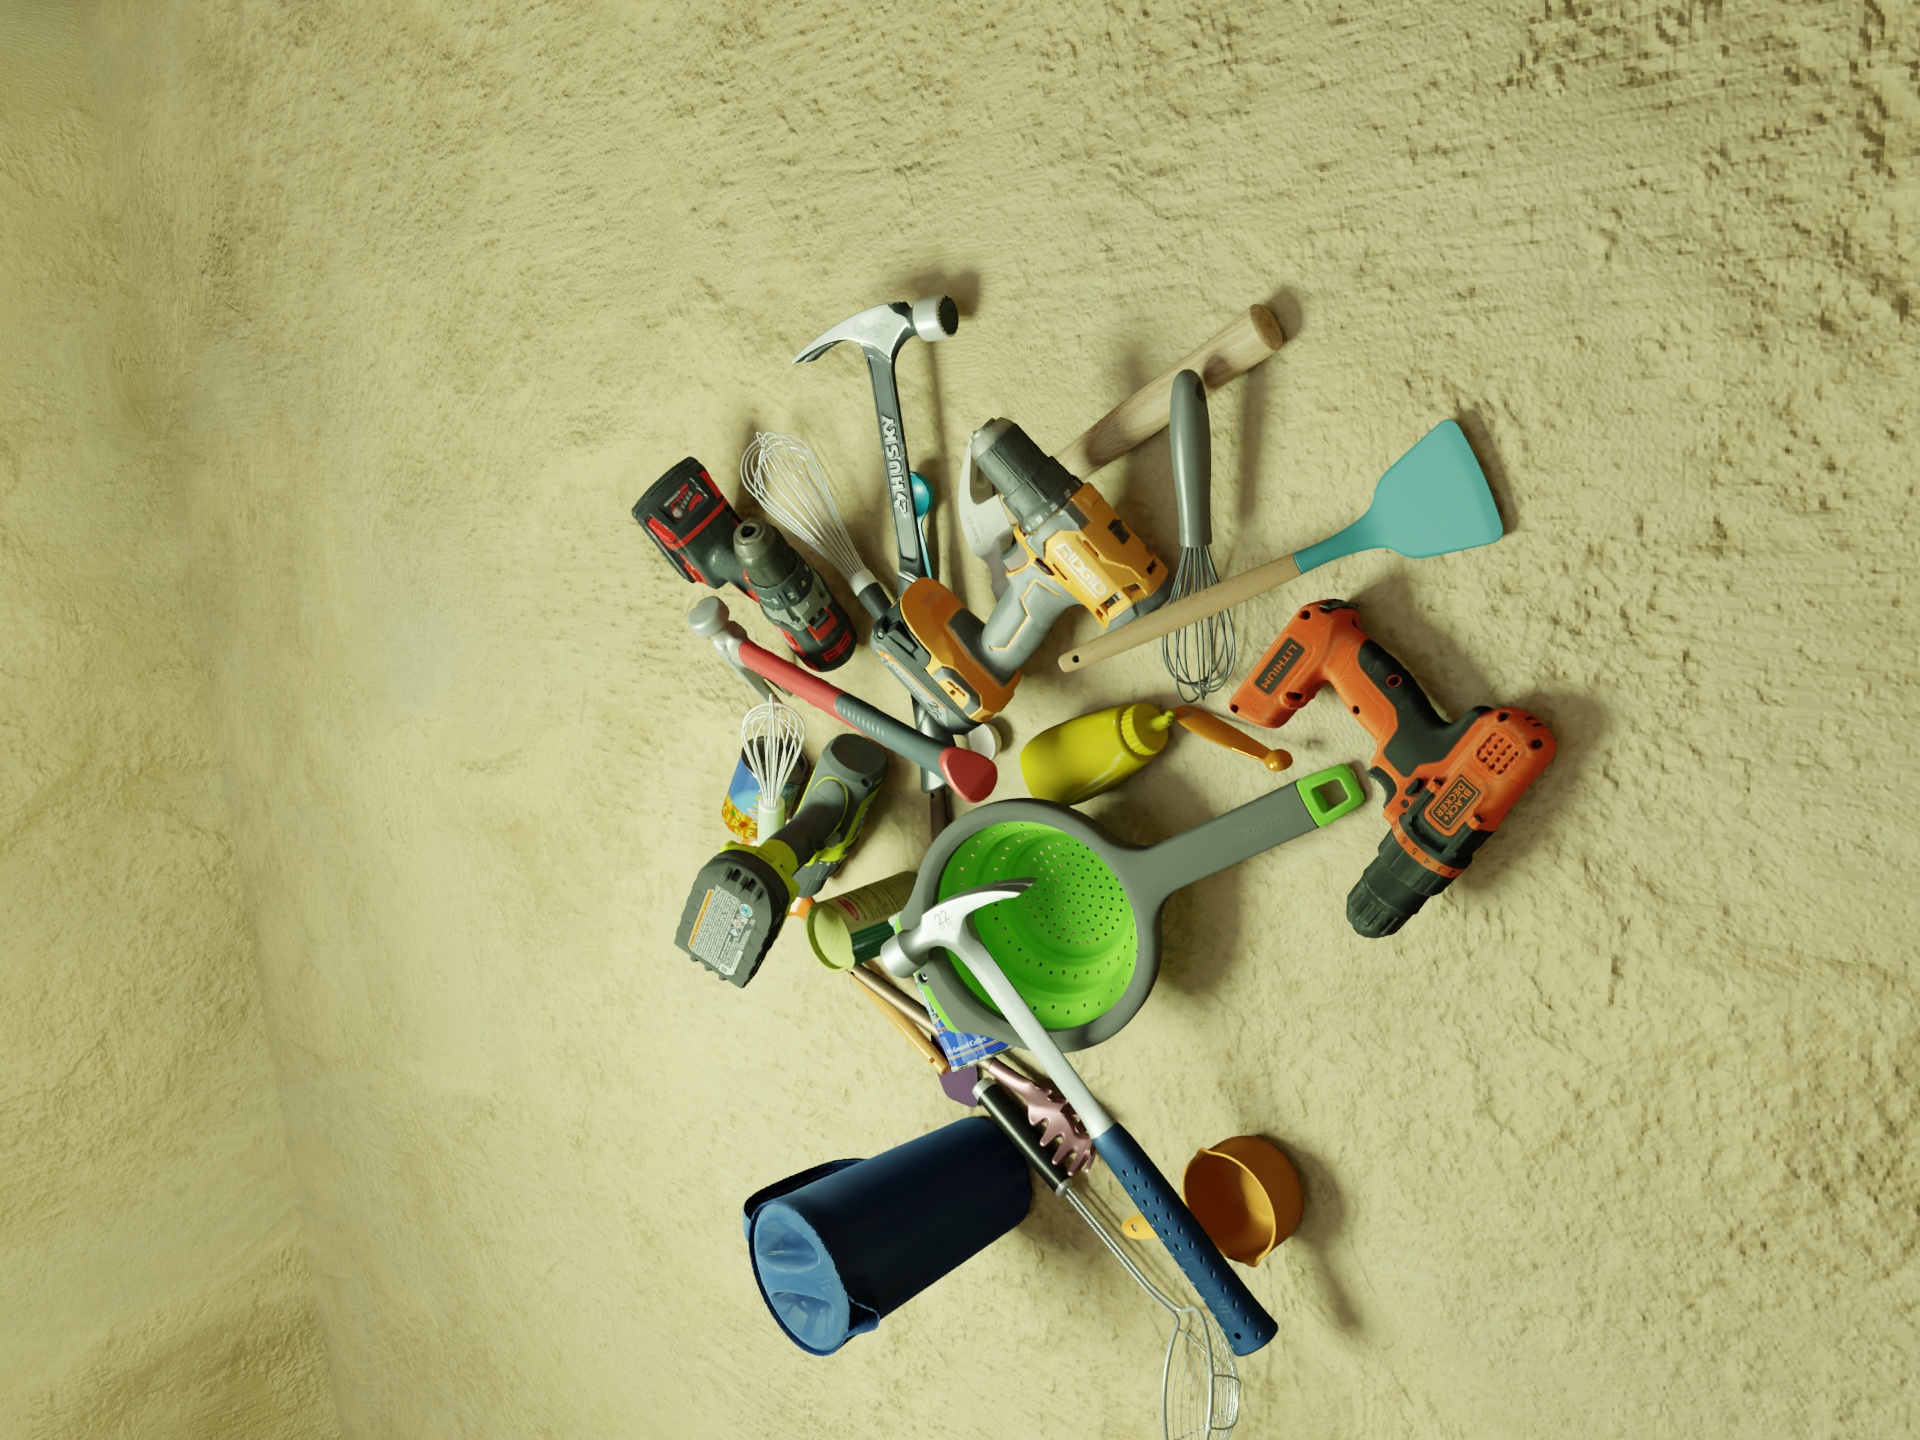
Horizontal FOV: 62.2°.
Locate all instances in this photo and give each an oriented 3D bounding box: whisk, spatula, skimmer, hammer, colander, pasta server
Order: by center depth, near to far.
[{"bbox_3d":[0.199,-0.096,1.065,0.317,0.044,0.082,-24,87,26],"label":"spatula"},{"bbox_3d":[0.163,-0.126,1.116,0.055,0.055,0.238,14,117,44],"label":"whisk"},{"bbox_3d":[0.107,-0.210,1.181,0.331,0.031,0.130,-31,79,47],"label":"hammer"},{"bbox_3d":[0.106,0.300,1.207,0.144,0.035,0.405,-40,84,29],"label":"hammer"},{"bbox_3d":[0.135,0.117,1.220,0.397,0.094,0.204,-29,89,29],"label":"colander"},{"bbox_3d":[-0.047,-0.138,1.330,0.149,0.036,0.409,-2,102,30],"label":"hammer"},{"bbox_3d":[0.105,0.453,1.336,0.364,0.090,0.127,46,141,29],"label":"skimmer"},{"bbox_3d":[-0.093,-0.004,1.363,0.387,0.038,0.143,28,164,46],"label":"hammer"},{"bbox_3d":[-0.104,-0.146,1.414,0.285,0.070,0.070,54,135,14],"label":"whisk"},{"bbox_3d":[0.004,0.298,1.422,0.316,0.040,0.060,29,129,33],"label":"pasta server"},{"bbox_3d":[-0.013,0.204,1.444,0.060,0.018,0.315,11,111,44],"label":"spatula"},{"bbox_3d":[-0.177,0.071,1.492,0.059,0.057,0.246,-102,14,-44],"label":"whisk"},{"bbox_3d":[-0.119,0.230,1.542,0.323,0.041,0.081,42,108,33],"label":"spatula"}]

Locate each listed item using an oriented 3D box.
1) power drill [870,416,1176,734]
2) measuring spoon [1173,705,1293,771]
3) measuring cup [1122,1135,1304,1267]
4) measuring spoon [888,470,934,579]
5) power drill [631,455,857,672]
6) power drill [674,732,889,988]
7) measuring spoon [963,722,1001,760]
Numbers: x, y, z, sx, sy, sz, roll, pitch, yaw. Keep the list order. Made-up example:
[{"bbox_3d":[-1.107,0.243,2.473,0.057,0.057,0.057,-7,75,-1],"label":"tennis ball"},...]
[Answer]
[{"bbox_3d":[0.027,-0.109,1.212,0.185,0.084,0.226,47,130,-8],"label":"power drill"},{"bbox_3d":[0.195,0.009,1.151,0.117,0.021,0.011,31,150,47],"label":"measuring spoon"},{"bbox_3d":[0.196,0.379,1.249,0.173,0.052,0.095,-35,76,48],"label":"measuring cup"},{"bbox_3d":[-0.032,-0.153,1.364,0.042,0.021,0.128,6,115,31],"label":"measuring spoon"},{"bbox_3d":[-0.199,-0.151,1.434,0.227,0.080,0.187,38,168,34],"label":"power drill"},{"bbox_3d":[-0.158,0.134,1.432,0.080,0.228,0.190,32,128,8],"label":"power drill"},{"bbox_3d":[-0.002,-0.004,1.377,0.124,0.018,0.034,40,129,41],"label":"measuring spoon"}]
